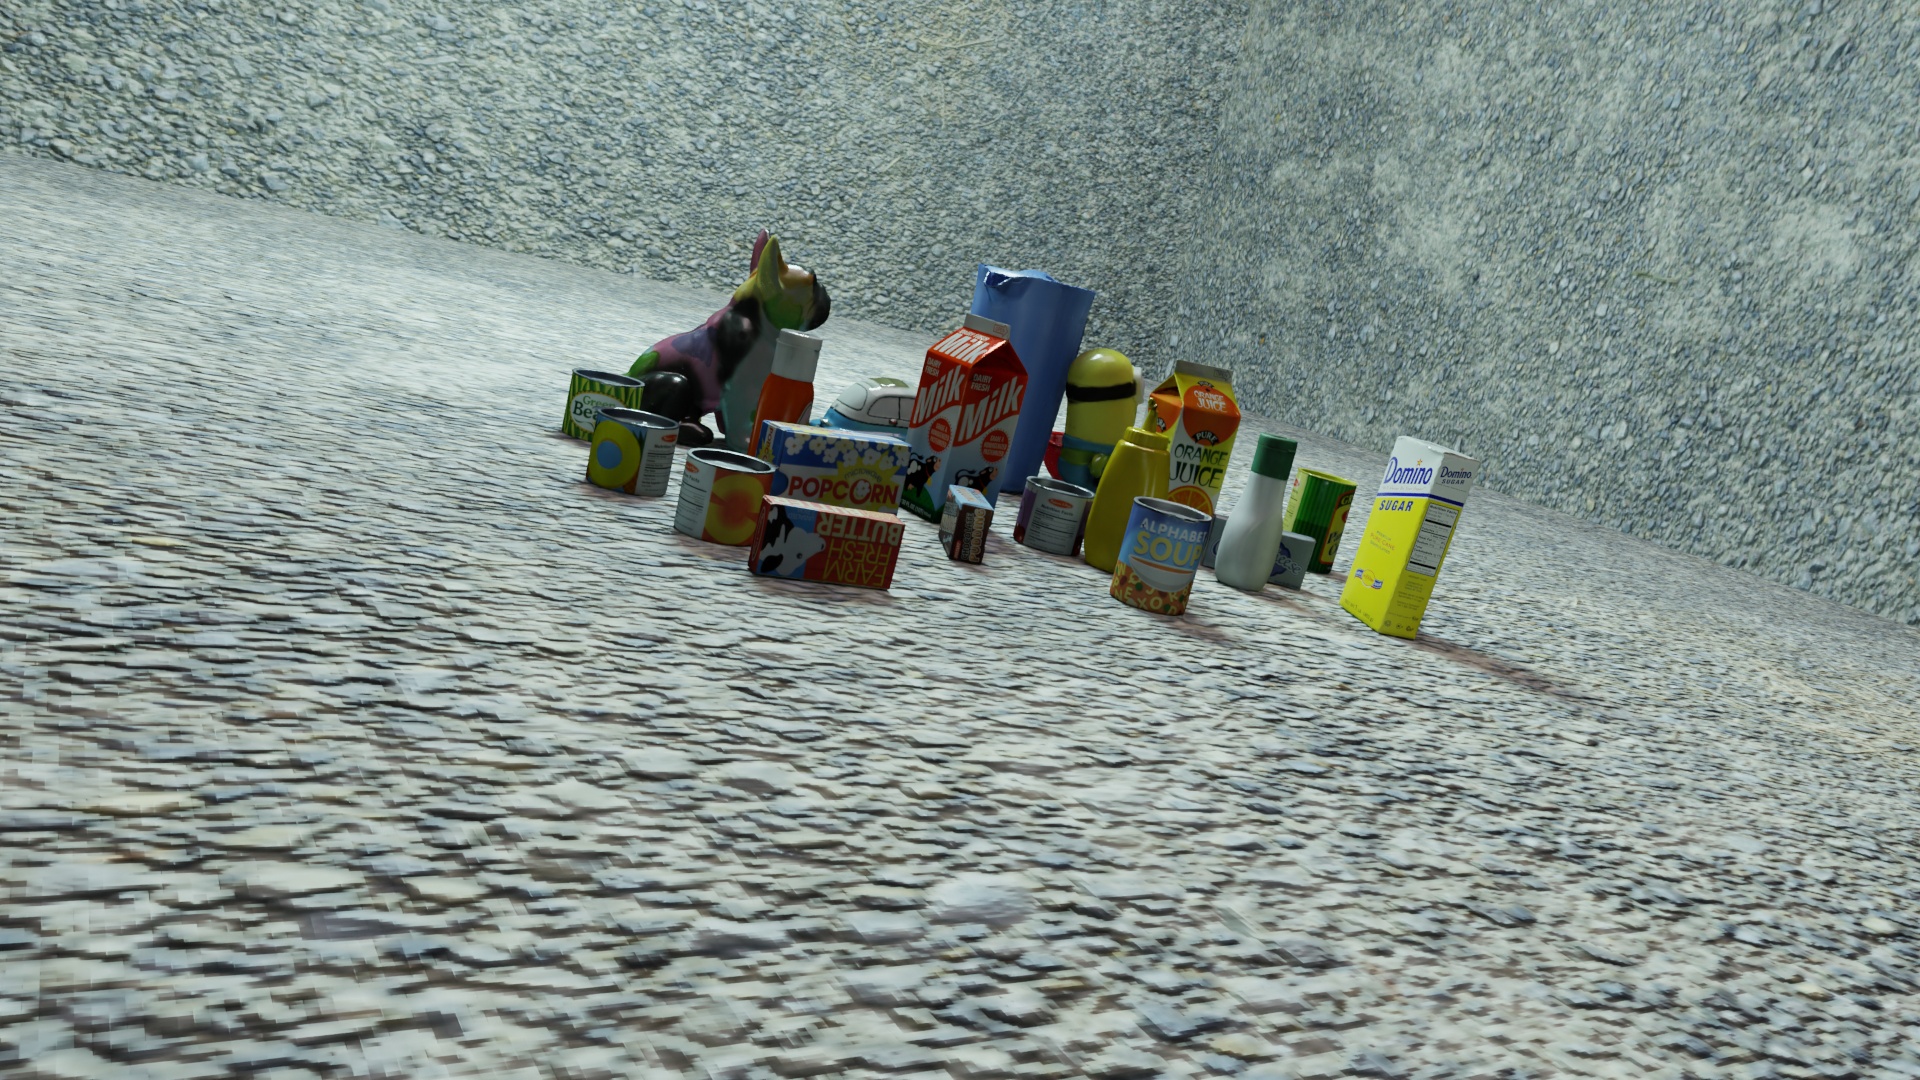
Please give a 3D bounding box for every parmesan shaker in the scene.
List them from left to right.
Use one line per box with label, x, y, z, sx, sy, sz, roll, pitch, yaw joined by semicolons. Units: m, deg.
parmesan shaker;0.390;-0.022;1.527;0.071;0.103;0.071;13;11;-3

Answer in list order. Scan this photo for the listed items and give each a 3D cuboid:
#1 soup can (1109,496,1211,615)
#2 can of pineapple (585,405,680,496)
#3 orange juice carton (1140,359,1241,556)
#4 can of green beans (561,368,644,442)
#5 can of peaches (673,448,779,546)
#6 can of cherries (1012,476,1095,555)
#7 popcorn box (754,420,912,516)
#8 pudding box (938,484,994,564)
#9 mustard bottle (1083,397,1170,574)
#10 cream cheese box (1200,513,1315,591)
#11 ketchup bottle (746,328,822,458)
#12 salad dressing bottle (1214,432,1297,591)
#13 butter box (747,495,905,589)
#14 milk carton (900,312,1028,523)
soup can;0.166;0.013;1.149;0.071;0.083;0.071;13;11;-3
can of pineapple;-0.265;-0.072;1.118;0.071;0.057;0.071;13;11;-3
orange juice carton;0.226;-0.087;1.422;0.072;0.192;0.073;9;12;-23
can of green beans;-0.331;-0.123;1.284;0.071;0.057;0.071;13;11;-3
can of peaches;-0.174;-0.032;1.034;0.071;0.058;0.071;13;11;-3
can of cherries;0.087;-0.023;1.293;0.071;0.058;0.071;13;11;-3
popcorn box;-0.105;-0.046;1.110;0.127;0.085;0.038;4;15;-40
pudding box;0.004;-0.015;1.179;0.030;0.049;0.084;12;12;-10
mustard bottle;0.157;-0.049;1.245;0.065;0.159;0.049;20;13;30
cream cheese box;0.296;0.011;1.386;0.104;0.053;0.024;15;11;4
ketchup bottle;-0.150;-0.101;1.164;0.043;0.148;0.065;16;11;9
salad dressing bottle;0.284;-0.028;1.321;0.064;0.147;0.044;4;14;-40
butter box;-0.094;0.002;0.975;0.103;0.053;0.024;8;13;-27
milk carton;0.003;-0.114;1.296;0.073;0.190;0.072;5;14;-39
